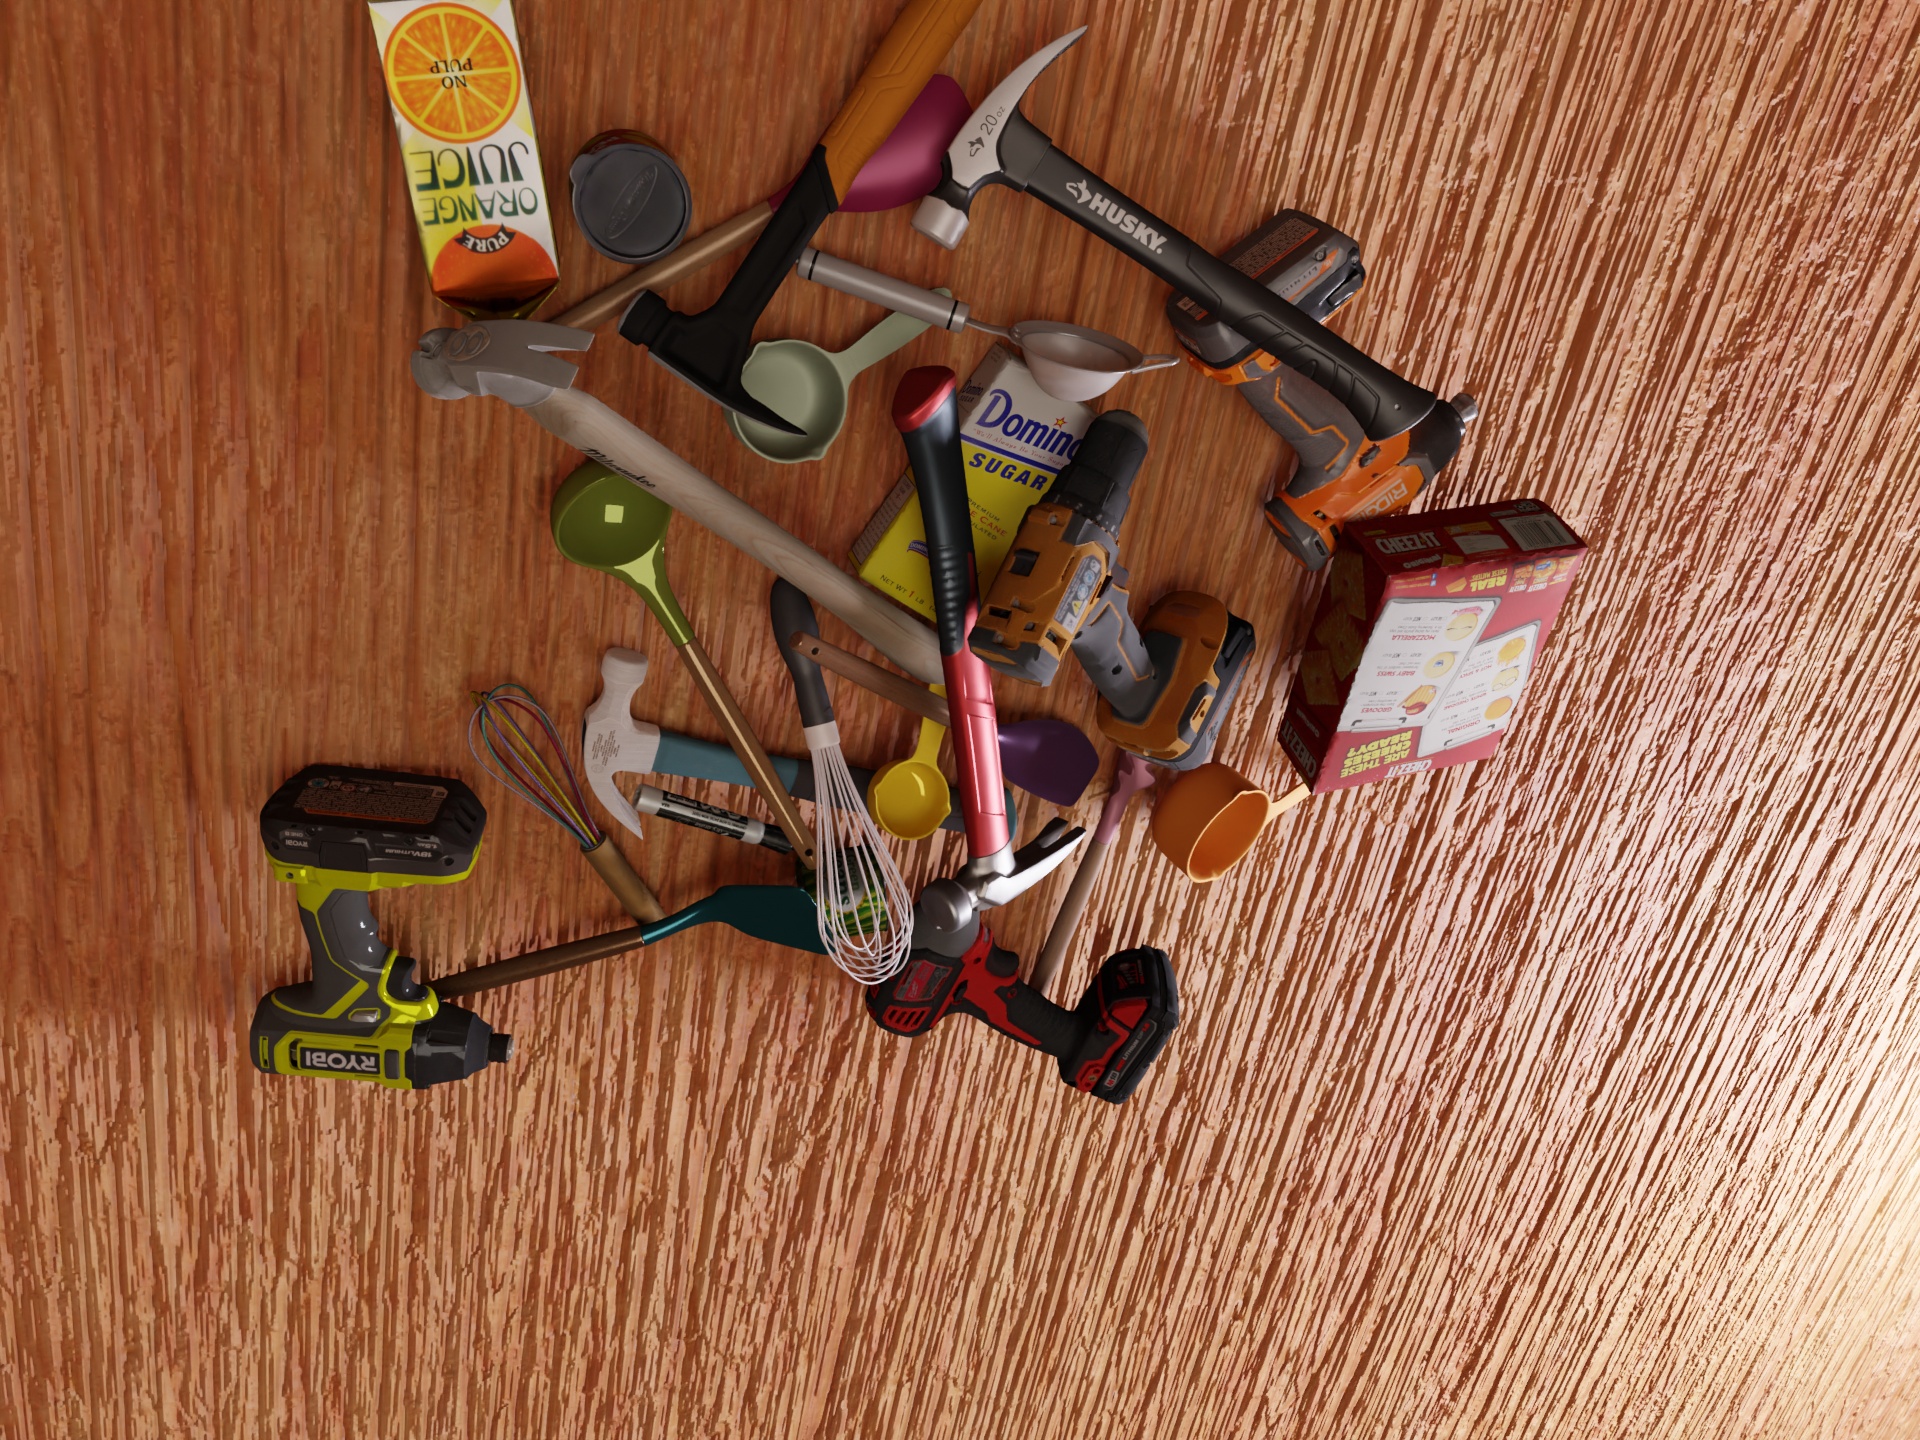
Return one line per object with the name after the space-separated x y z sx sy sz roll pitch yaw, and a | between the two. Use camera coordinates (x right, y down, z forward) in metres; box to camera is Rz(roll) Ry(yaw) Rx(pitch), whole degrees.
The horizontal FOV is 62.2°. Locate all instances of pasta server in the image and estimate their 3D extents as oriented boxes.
0.106 0.119 1.241 0.060 0.040 0.316 -6 125 -47 | pasta server

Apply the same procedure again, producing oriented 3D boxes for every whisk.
-0.086 0.041 1.083 0.070 0.070 0.284 -14 94 -9 | whisk
-0.267 0.067 1.103 0.047 0.051 0.244 -6 131 27 | whisk

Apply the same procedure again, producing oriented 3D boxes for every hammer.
-0.058 -0.331 0.924 0.127 0.034 0.337 33 97 -9 | hammer
0.014 -0.049 1.059 0.143 0.038 0.386 -30 126 -36 | hammer
-0.107 0.042 1.138 0.330 0.033 0.128 12 112 -22 | hammer
-0.124 -0.115 0.958 0.410 0.146 0.038 32 75 -45 | hammer
0.147 -0.274 0.961 0.334 0.035 0.146 30 99 -11 | hammer

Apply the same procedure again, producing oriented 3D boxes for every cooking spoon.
-0.135 -0.292 0.953 0.319 0.017 0.068 -29 102 2 | cooking spoon

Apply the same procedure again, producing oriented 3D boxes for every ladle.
-0.166 -0.027 1.041 0.078 0.062 0.320 -30 112 -6 | ladle

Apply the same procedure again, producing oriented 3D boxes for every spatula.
-0.002 -0.004 1.109 0.315 0.018 0.060 25 98 -44 | spatula
-0.250 0.167 1.131 0.317 0.044 0.082 -15 137 3 | spatula

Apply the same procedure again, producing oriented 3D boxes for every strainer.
0.006 -0.245 0.984 0.258 0.087 0.050 19 120 -4 | strainer

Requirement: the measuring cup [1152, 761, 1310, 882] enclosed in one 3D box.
0.221 0.059 1.243 0.173 0.052 0.095 -26 140 -32 | measuring cup

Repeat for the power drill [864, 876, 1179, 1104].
0.050 0.202 1.226 0.219 0.079 0.143 20 119 -12 | power drill

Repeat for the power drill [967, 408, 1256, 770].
0.113 -0.083 1.072 0.226 0.084 0.185 34 78 -46 | power drill

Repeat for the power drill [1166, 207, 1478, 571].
0.253 -0.228 1.078 0.164 0.084 0.226 -36 126 4 | power drill

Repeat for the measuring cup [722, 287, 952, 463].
-0.078 -0.228 1.007 0.167 0.038 0.083 -37 120 -14 | measuring cup

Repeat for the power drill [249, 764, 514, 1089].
-0.387 0.149 1.074 0.171 0.080 0.223 6 117 -7 | power drill

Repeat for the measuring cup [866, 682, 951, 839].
-0.026 0.007 1.130 0.062 0.029 0.156 18 83 -27 | measuring cup
